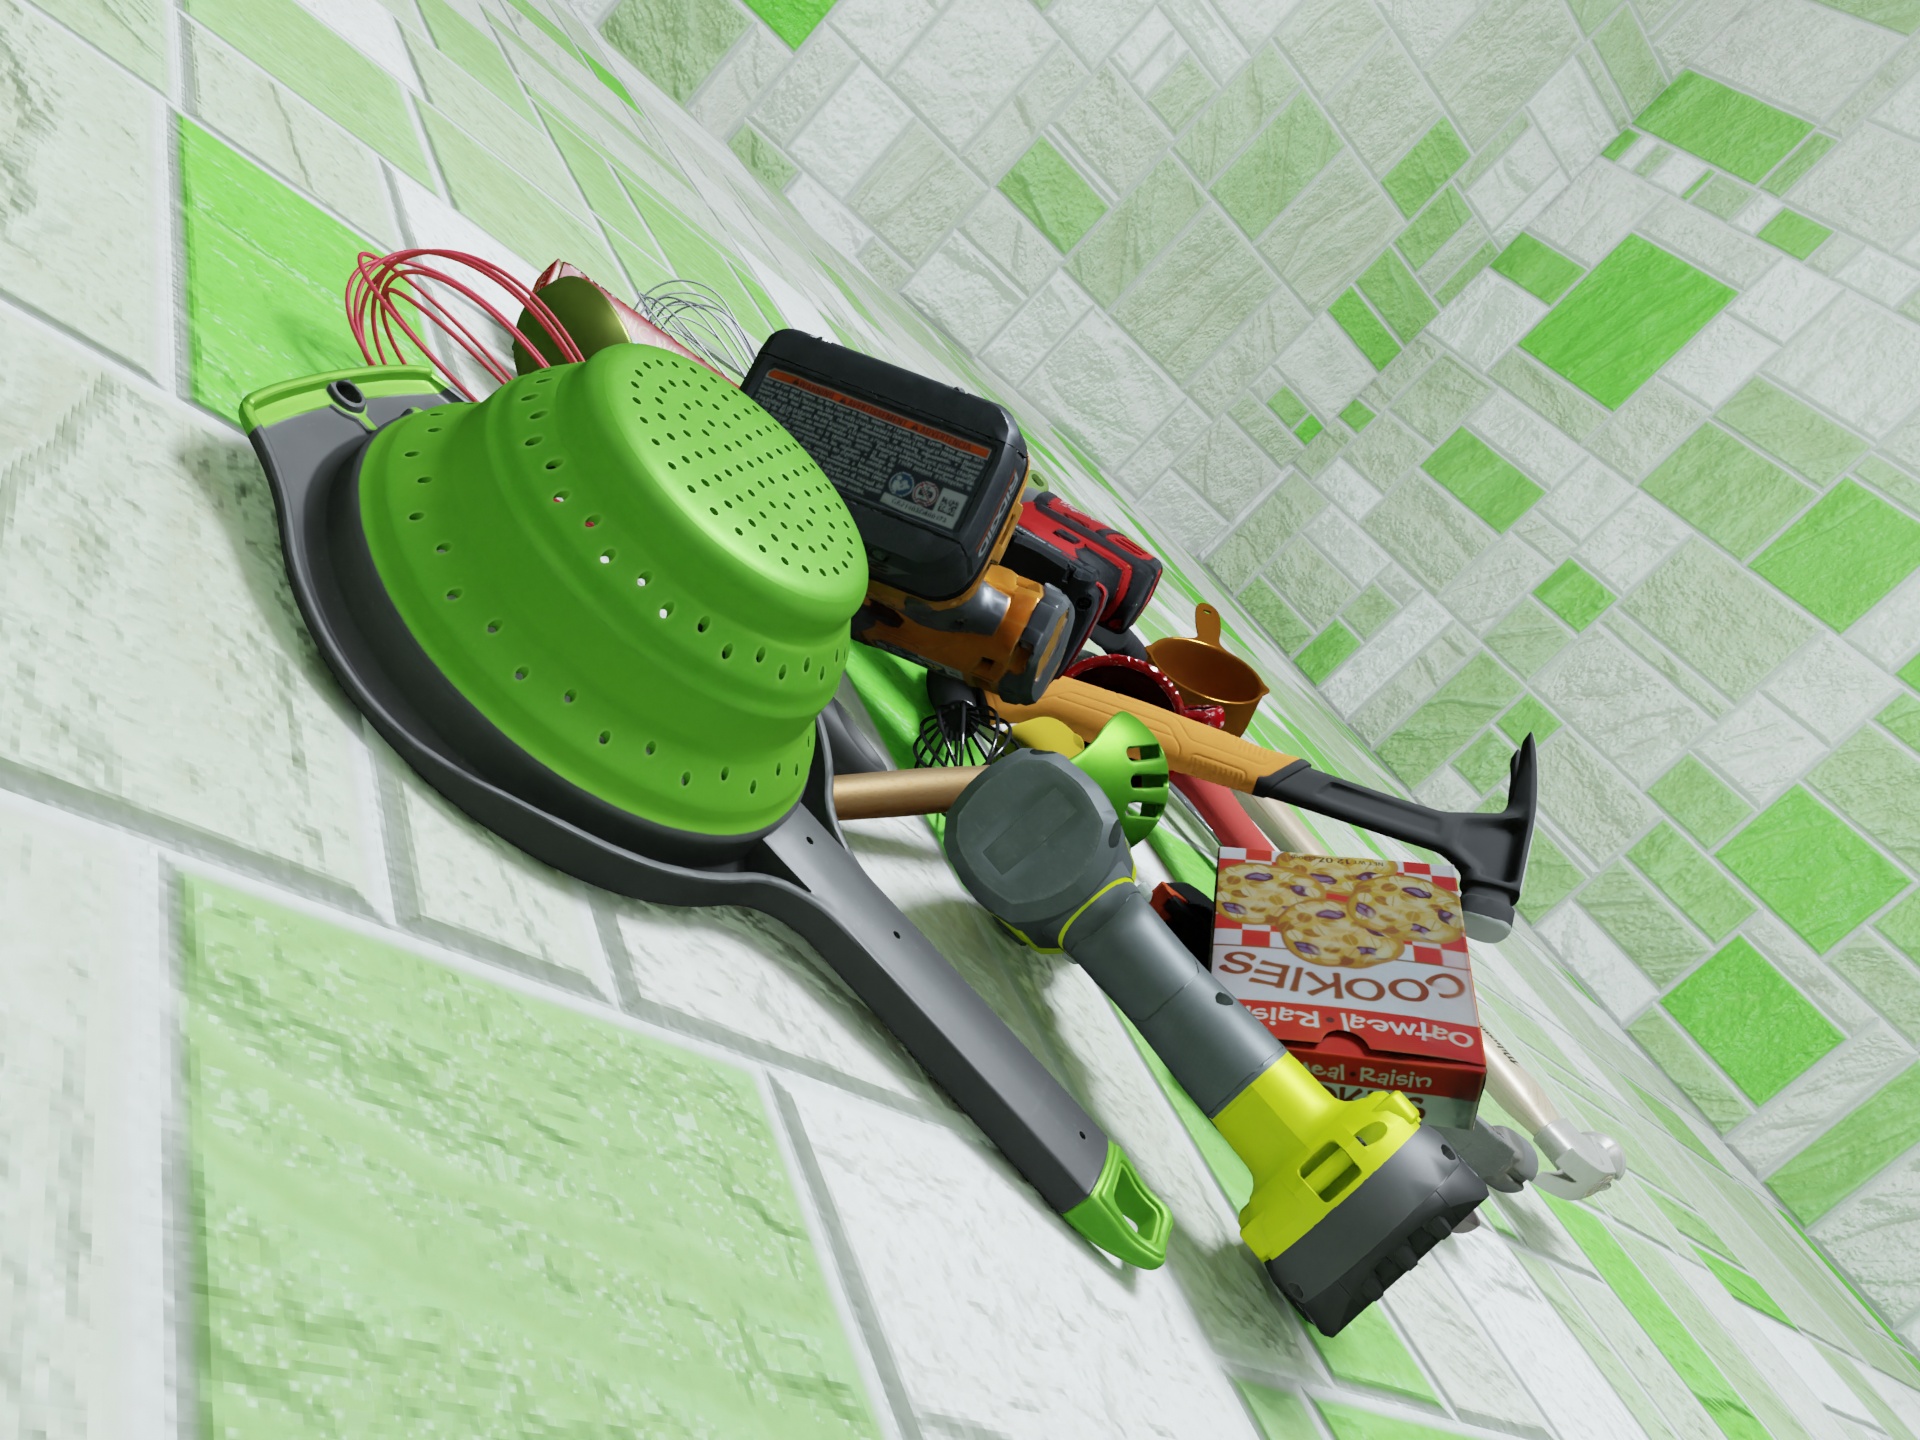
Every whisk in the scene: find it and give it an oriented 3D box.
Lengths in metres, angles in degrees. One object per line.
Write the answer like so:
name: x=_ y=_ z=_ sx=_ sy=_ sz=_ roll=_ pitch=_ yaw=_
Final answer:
whisk: x=-0.101 y=-0.153 z=0.971 sx=0.284 sy=0.070 sz=0.070 roll=49 pitch=13 yaw=-2
whisk: x=-0.002 y=-0.004 z=0.828 sx=0.055 sy=0.055 sz=0.239 roll=42 pitch=9 yaw=-13
whisk: x=-0.130 y=-0.075 z=0.644 sx=0.295 sy=0.073 sz=0.073 roll=47 pitch=12 yaw=-15

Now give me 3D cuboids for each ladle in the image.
ladle: x=-0.109 y=-0.121 z=0.845 sx=0.078 sy=0.062 sz=0.319 roll=23 pitch=-8 yaw=43

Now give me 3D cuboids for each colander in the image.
colander: x=-0.042 y=0.010 z=0.509 sx=0.397 sy=0.094 sz=0.204 roll=48 pitch=23 yaw=-3

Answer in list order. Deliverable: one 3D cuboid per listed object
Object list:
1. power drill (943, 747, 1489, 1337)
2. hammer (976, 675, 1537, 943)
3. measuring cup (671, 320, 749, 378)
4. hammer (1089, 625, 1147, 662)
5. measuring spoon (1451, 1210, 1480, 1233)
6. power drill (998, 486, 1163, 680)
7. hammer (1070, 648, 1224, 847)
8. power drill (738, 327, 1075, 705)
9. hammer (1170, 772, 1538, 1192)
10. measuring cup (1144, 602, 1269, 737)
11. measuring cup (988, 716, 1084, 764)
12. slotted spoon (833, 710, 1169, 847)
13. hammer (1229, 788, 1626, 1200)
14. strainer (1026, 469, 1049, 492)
power drill: x=0.090 y=0.120 z=0.631 sx=0.229 sy=0.080 sz=0.190 roll=48 pitch=-3 yaw=18
hammer: x=0.166 y=0.019 z=0.930 sx=0.337 sy=0.127 sz=0.034 roll=18 pitch=-28 yaw=7
measuring cup: x=-0.133 y=-0.202 z=1.054 sx=0.167 sy=0.038 sz=0.083 roll=34 pitch=17 yaw=-31
hammer: x=0.156 y=-0.033 z=1.305 sx=0.146 sy=0.035 sz=0.334 roll=52 pitch=6 yaw=27
measuring spoon: x=0.231 y=0.236 z=0.874 sx=0.124 sy=0.018 sz=0.034 roll=42 pitch=14 yaw=21
power drill: x=0.035 y=-0.094 z=0.945 sx=0.143 sy=0.078 sz=0.220 roll=31 pitch=19 yaw=8
hammer: x=0.188 y=0.091 z=1.127 sx=0.406 sy=0.035 sz=0.144 roll=49 pitch=14 yaw=19
power drill: x=-0.047 y=-0.085 z=0.708 sx=0.185 sy=0.084 sz=0.226 roll=23 pitch=-10 yaw=13
hammer: x=0.195 y=0.113 z=0.924 sx=0.149 sy=0.036 sz=0.359 roll=38 pitch=14 yaw=-38
measuring cup: x=0.177 y=-0.035 z=1.193 sx=0.095 sy=0.052 sz=0.174 roll=19 pitch=28 yaw=0
measuring cup: x=0.059 y=0.069 z=0.808 sx=0.029 sy=0.062 sz=0.157 roll=-10 pitch=63 yaw=-38
slotted spoon: x=0.015 y=0.031 z=0.693 sx=0.313 sy=0.031 sz=0.070 roll=0 pitch=90 yaw=-54
hammer: x=0.284 y=0.148 z=1.086 sx=0.411 sy=0.038 sz=0.146 roll=52 pitch=16 yaw=31
strainer: x=0.004 y=-0.138 z=1.134 sx=0.151 sy=0.069 sz=0.256 roll=50 pitch=25 yaw=0
